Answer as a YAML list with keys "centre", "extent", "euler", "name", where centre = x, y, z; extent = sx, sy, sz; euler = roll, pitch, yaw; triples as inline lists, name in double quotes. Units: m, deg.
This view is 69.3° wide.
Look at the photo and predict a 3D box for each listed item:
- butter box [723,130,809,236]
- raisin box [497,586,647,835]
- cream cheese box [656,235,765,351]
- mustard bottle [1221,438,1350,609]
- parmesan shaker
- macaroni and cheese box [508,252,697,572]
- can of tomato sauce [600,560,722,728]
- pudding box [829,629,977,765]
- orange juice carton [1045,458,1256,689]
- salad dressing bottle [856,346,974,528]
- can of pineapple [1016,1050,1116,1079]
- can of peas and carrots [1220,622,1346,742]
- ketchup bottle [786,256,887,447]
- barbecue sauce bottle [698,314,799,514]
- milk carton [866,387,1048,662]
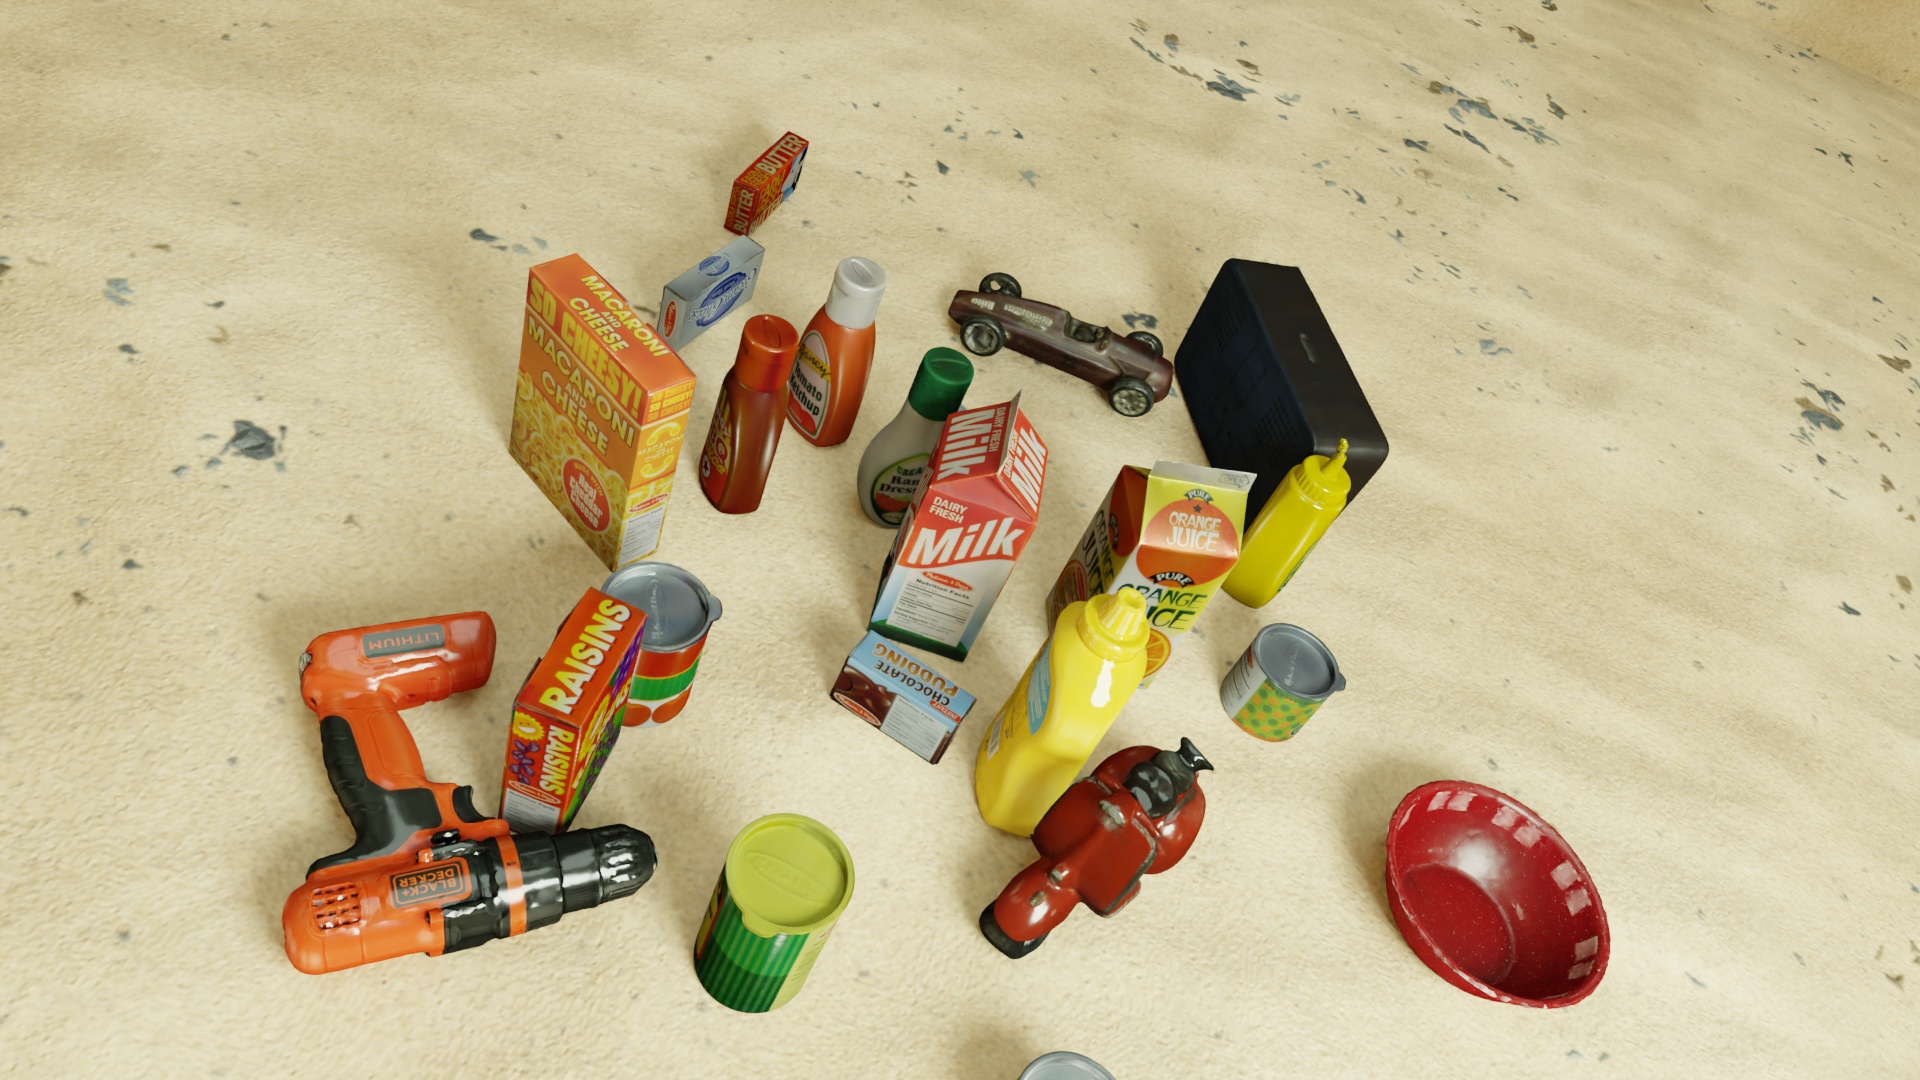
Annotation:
- centre: [-0.167, -0.309, 1.203]
  extent: [0.024, 0.052, 0.104]
  euler: [28, 45, 2]
  name: "butter box"
- centre: [-0.213, 0.098, 0.761]
  extent: [0.040, 0.122, 0.086]
  euler: [24, 45, -2]
  name: "raisin box"
- centre: [-0.196, -0.194, 1.085]
  extent: [0.024, 0.053, 0.104]
  euler: [34, 45, 8]
  name: "cream cheese box"
- centre: [0.251, -0.016, 1.042]
  extent: [0.049, 0.159, 0.066]
  euler: [35, 45, 9]
  name: "mustard bottle"
- centre: [-0.102, 0.200, 0.730]
  extent: [0.071, 0.102, 0.072]
  euler: [12, 46, -13]
  name: "parmesan shaker"
- centre: [-0.231, -0.079, 0.884]
  extent: [0.040, 0.165, 0.124]
  euler: [-29, 66, -40]
  name: "macaroni and cheese box"
- centre: [-0.186, 0.063, 0.833]
  extent: [0.071, 0.082, 0.071]
  euler: [12, 46, -13]
  name: "can of tomato sauce"
- centre: [-0.037, 0.100, 0.887]
  extent: [0.084, 0.049, 0.030]
  euler: [32, 45, 6]
  name: "pudding box"
- centre: [0.126, 0.015, 0.935]
  extent: [0.072, 0.191, 0.073]
  euler: [9, 47, -16]
  name: "orange juice carton"
- centre: [-0.031, -0.071, 0.978]
  extent: [0.064, 0.146, 0.044]
  euler: [3, 49, -22]
  name: "salad dressing bottle"
- centre: [0.048, 0.311, 0.726]
  extent: [0.071, 0.057, 0.071]
  euler: [12, 46, -13]
  name: "can of pineapple"
- centre: [0.230, 0.103, 0.995]
  extent: [0.071, 0.058, 0.071]
  euler: [12, 46, -13]
  name: "can of peas and carrots"
- centre: [-0.090, -0.139, 1.013]
  extent: [0.044, 0.148, 0.065]
  euler: [-19, 60, -36]
  name: "ketchup bottle"
- centre: [-0.143, -0.087, 0.943]
  extent: [0.044, 0.147, 0.065]
  euler: [-4, 52, -26]
  name: "barbecue sauce bottle"
- centre: [0.003, -0.011, 0.908]
  extent: [0.073, 0.189, 0.073]
  euler: [19, 45, -7]
  name: "milk carton"
